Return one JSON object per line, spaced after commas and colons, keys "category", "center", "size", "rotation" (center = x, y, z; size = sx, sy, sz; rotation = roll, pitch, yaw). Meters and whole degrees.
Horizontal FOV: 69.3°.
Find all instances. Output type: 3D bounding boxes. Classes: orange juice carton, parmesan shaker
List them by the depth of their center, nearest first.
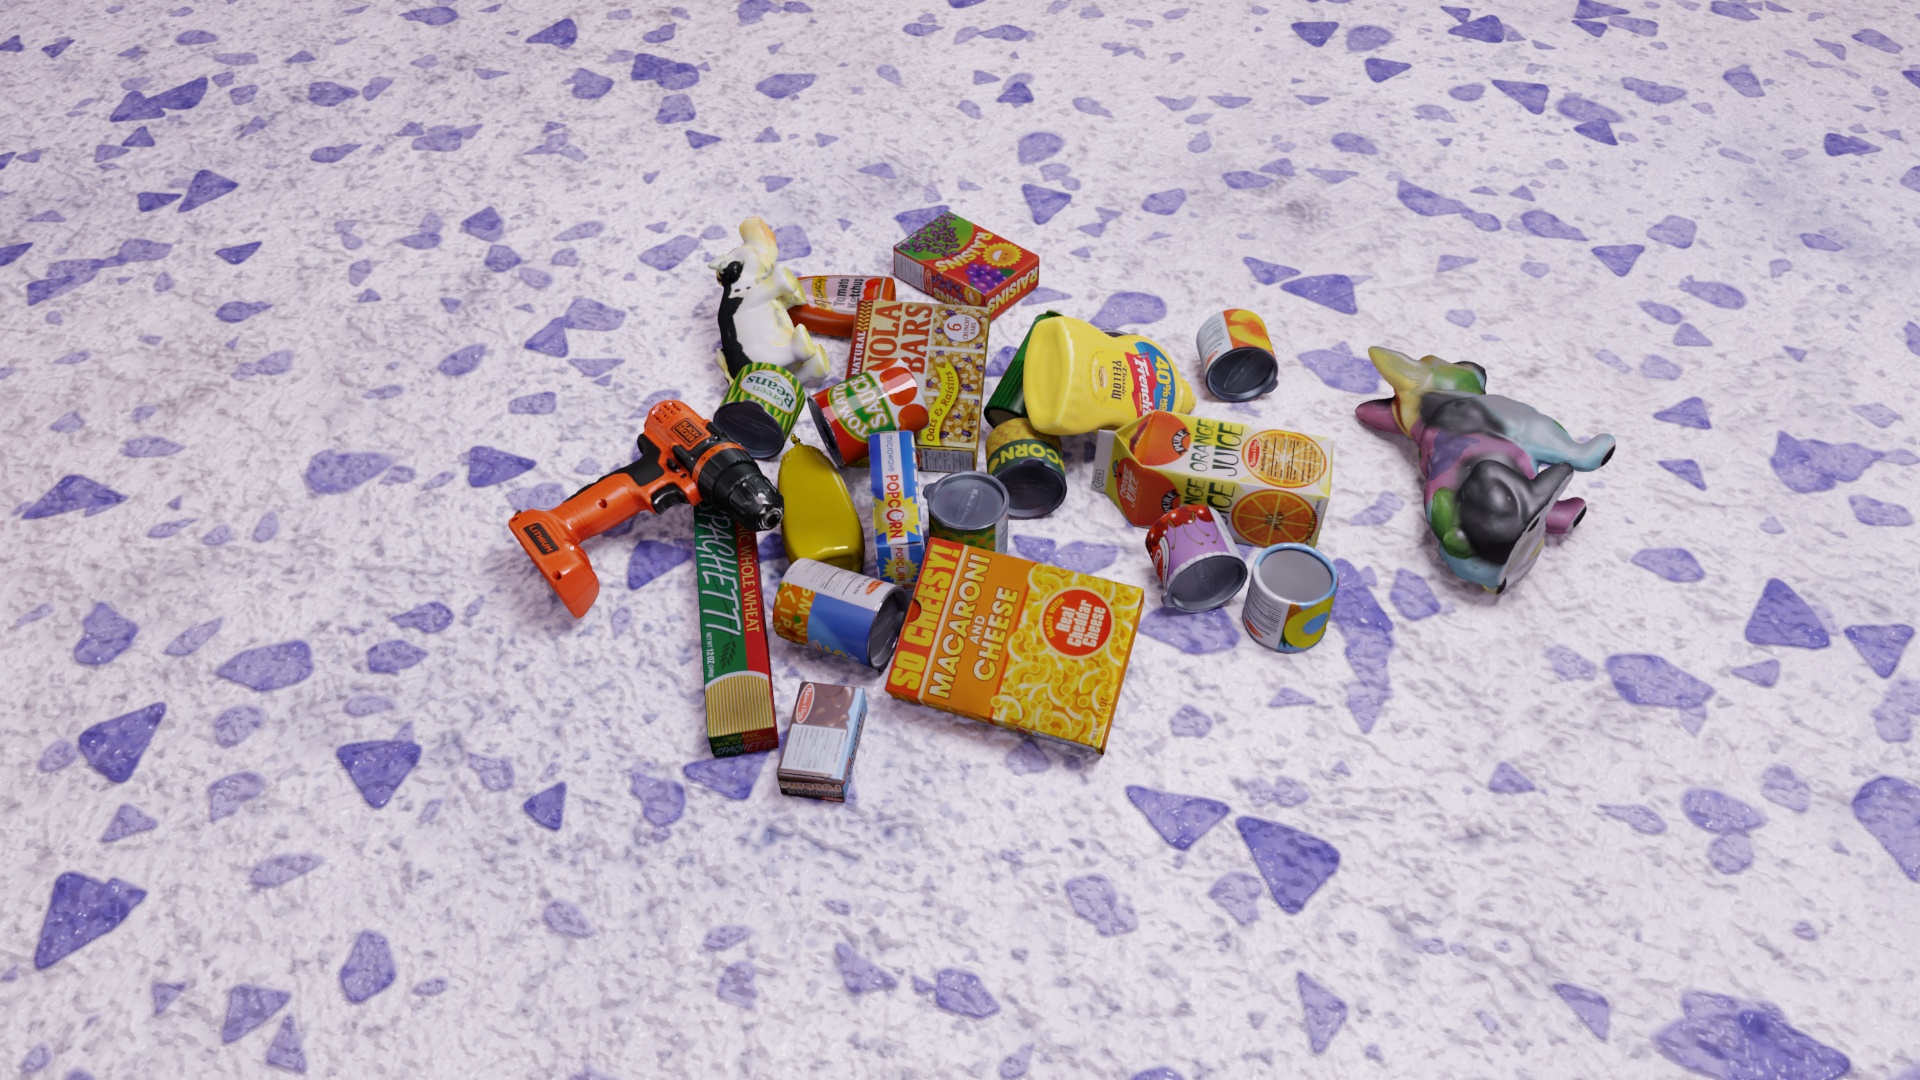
{"category": "orange juice carton", "center": [0.206, -0.052, 1.158], "size": [0.193, 0.071, 0.073], "rotation": [10, 48, 9]}
{"category": "parmesan shaker", "center": [0.070, -0.141, 1.221], "size": [0.071, 0.071, 0.103], "rotation": [23, 72, 20]}

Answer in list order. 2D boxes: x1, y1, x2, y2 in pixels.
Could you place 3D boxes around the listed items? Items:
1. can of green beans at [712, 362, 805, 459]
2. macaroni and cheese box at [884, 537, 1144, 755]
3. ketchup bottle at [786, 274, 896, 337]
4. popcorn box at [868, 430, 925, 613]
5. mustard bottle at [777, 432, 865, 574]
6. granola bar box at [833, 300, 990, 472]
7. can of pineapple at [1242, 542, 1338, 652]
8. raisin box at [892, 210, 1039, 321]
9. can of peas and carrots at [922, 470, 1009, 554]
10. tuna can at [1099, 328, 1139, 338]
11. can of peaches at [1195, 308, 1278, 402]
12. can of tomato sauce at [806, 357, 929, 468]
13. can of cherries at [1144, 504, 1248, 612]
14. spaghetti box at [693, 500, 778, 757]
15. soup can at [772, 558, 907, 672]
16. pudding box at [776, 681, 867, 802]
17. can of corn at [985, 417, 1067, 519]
{"category": "can of green beans", "center": [-0.176, -0.114, 1.220], "size": [0.071, 0.071, 0.058], "rotation": [11, 48, 10]}
{"category": "macaroni and cheese box", "center": [0.041, 0.076, 1.030], "size": [0.166, 0.040, 0.124], "rotation": [14, 75, 12]}
{"category": "ketchup bottle", "center": [-0.139, -0.228, 1.339], "size": [0.149, 0.043, 0.065], "rotation": [4, 56, 5]}
{"category": "popcorn box", "center": [-0.050, -0.015, 1.116], "size": [0.038, 0.084, 0.127], "rotation": [-4, 48, -2]}
{"category": "mustard bottle", "center": [-0.122, -0.033, 1.157], "size": [0.065, 0.048, 0.161], "rotation": [-12, 48, -8]}
{"category": "granola bar box", "center": [-0.041, -0.140, 1.244], "size": [0.124, 0.039, 0.166], "rotation": [3, 57, 3]}
{"category": "can of pineapple", "center": [0.258, 0.043, 1.080], "size": [0.071, 0.057, 0.071], "rotation": [0, 47, 0]}
{"category": "raisin box", "center": [0.006, -0.272, 1.382], "size": [0.123, 0.039, 0.086], "rotation": [32, 54, 27]}
{"category": "can of peas and carrots", "center": [0.004, -0.014, 1.133], "size": [0.071, 0.058, 0.071], "rotation": [0, 47, 1]}
{"category": "tuna can", "center": [0.139, -0.164, 1.287], "size": [0.071, 0.032, 0.071], "rotation": [0, 48, 0]}
{"category": "can of peaches", "center": [0.254, -0.169, 1.271], "size": [0.071, 0.070, 0.058], "rotation": [-3, 47, -2]}
{"category": "can of tomato sauce", "center": [-0.076, -0.107, 1.158], "size": [0.083, 0.070, 0.071], "rotation": [-26, 52, -12]}
{"category": "can of cherries", "center": [0.184, 0.015, 1.101], "size": [0.071, 0.071, 0.058], "rotation": [-10, 48, -9]}
{"category": "spaghetti box", "center": [-0.179, 0.056, 1.088], "size": [0.050, 0.028, 0.251], "rotation": [-8, 48, -6]}
{"category": "soup can", "center": [-0.092, 0.058, 1.063], "size": [0.084, 0.071, 0.072], "rotation": [16, 49, 18]}
{"category": "pudding box", "center": [-0.099, 0.145, 1.007], "size": [0.050, 0.030, 0.084], "rotation": [5, 48, 6]}
{"category": "can of corn", "center": [0.055, -0.063, 1.169], "size": [0.071, 0.070, 0.058], "rotation": [-2, 47, -2]}
